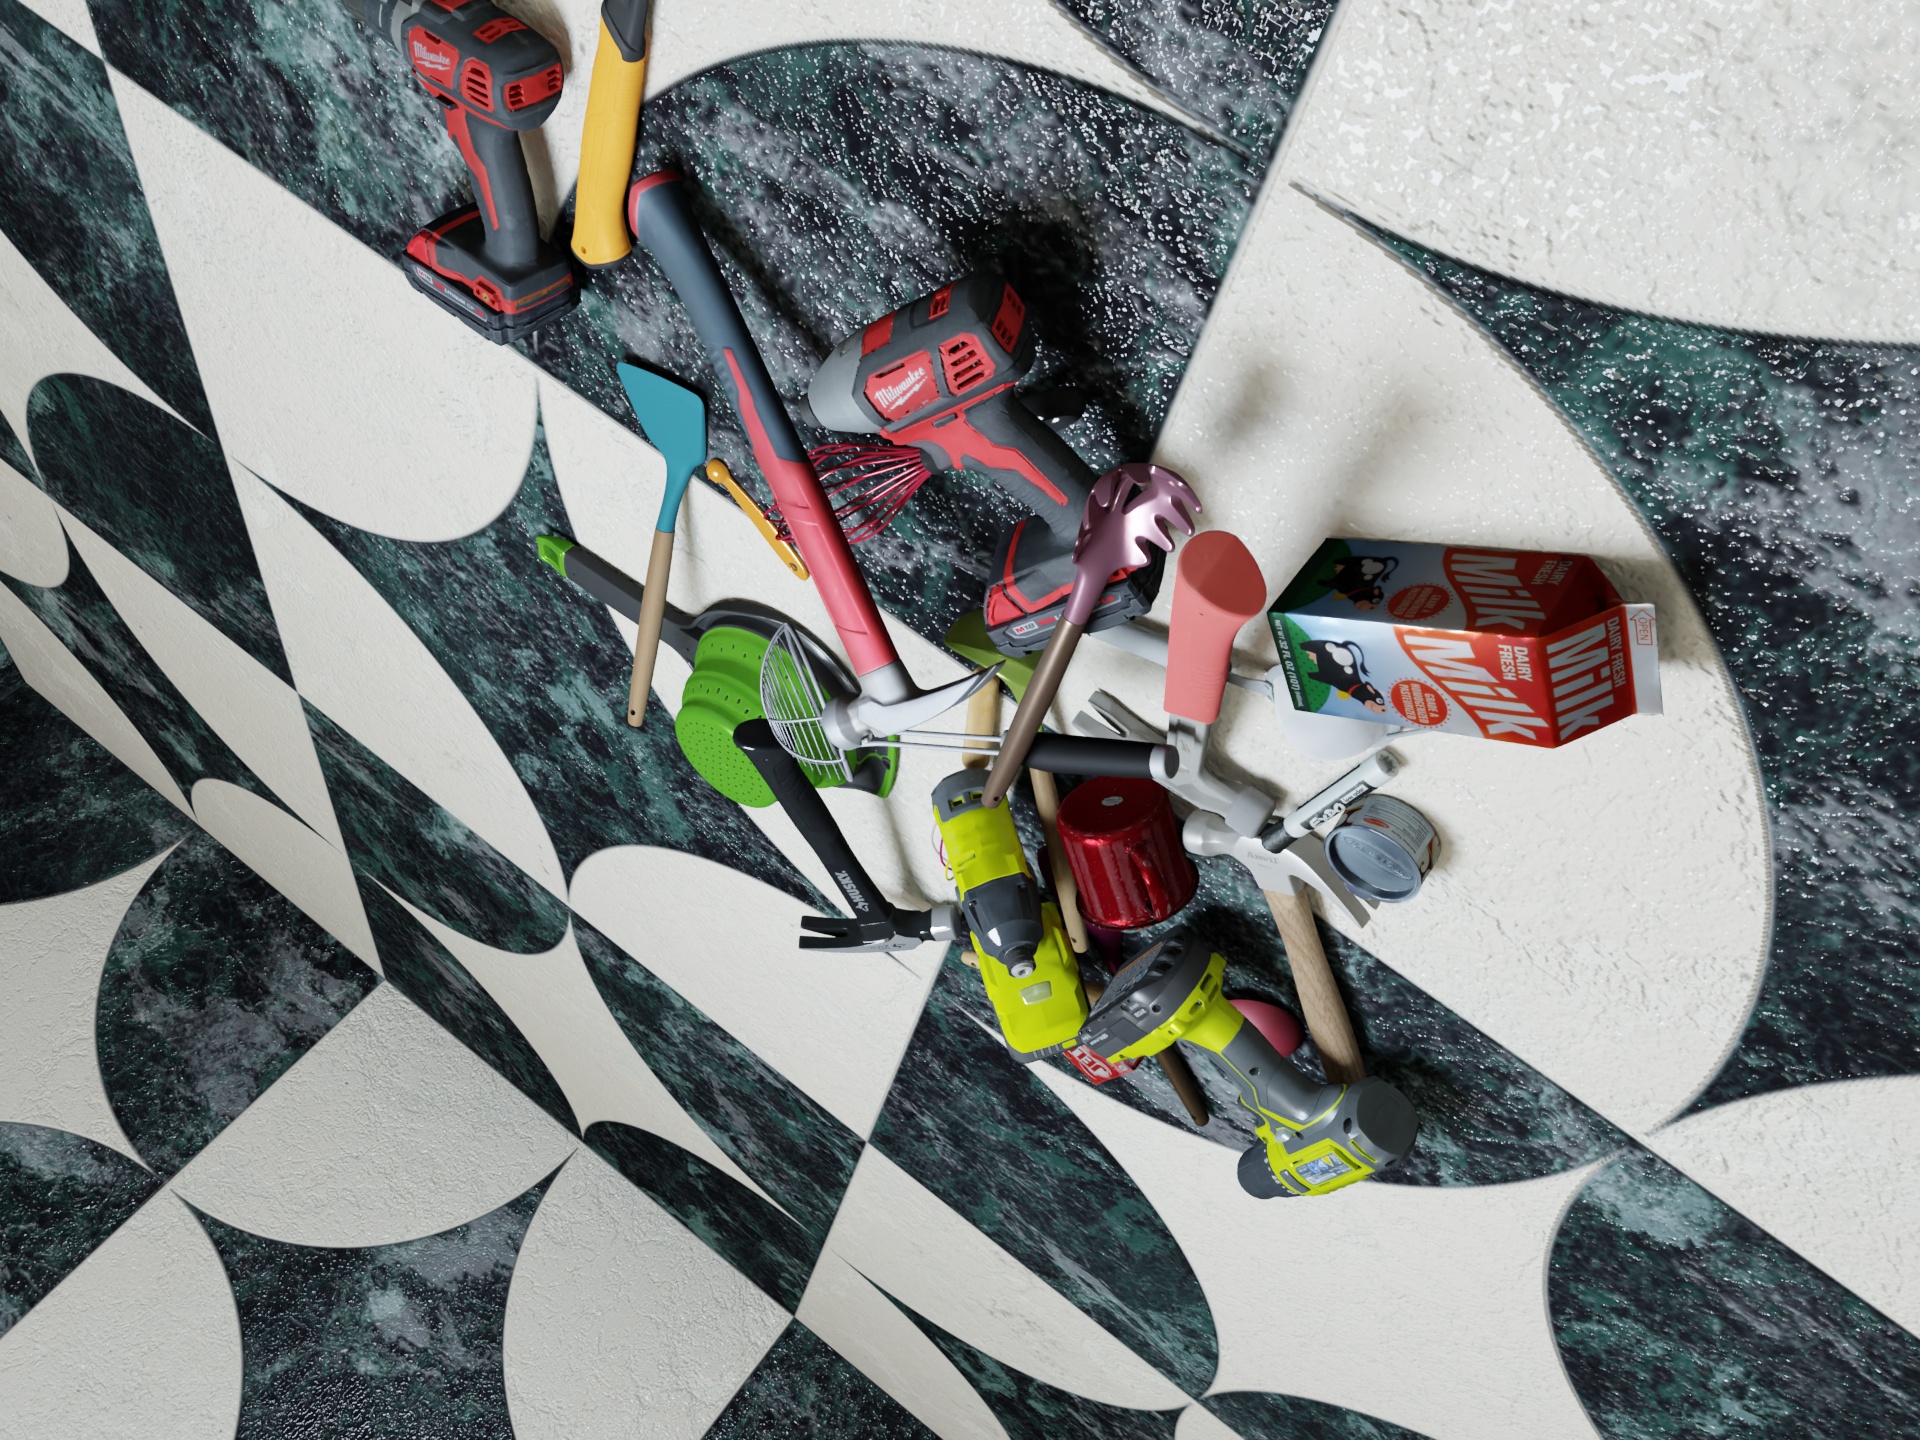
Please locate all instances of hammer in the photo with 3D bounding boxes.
[{"bbox_3d":[-0.212,-0.403,0.960,0.127,0.034,0.336,39,148,5],"label":"hammer"},{"bbox_3d":[0.264,0.200,1.161,0.130,0.031,0.331,10,136,41],"label":"hammer"},{"bbox_3d":[-0.104,-0.174,1.017,0.143,0.038,0.386,-21,96,41],"label":"hammer"},{"bbox_3d":[0.128,-0.024,0.928,0.149,0.037,0.358,34,168,15],"label":"hammer"},{"bbox_3d":[-0.115,0.105,1.339,0.146,0.035,0.334,-9,142,14],"label":"hammer"}]

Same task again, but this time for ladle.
[{"bbox_3d":[0.131,0.229,1.315,0.315,0.031,0.069,10,133,35],"label":"ladle"},{"bbox_3d":[0.054,0.055,1.162,0.078,0.062,0.319,19,135,41],"label":"ladle"}]

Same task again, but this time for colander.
[{"bbox_3d":[-0.239,-0.036,1.369,0.397,0.094,0.204,32,147,16],"label":"colander"}]

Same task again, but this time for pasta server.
[{"bbox_3d":[0.060,-0.037,0.925,0.060,0.040,0.316,2,142,-17],"label":"pasta server"}]

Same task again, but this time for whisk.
[{"bbox_3d":[0.009,0.049,1.245,0.051,0.047,0.244,50,151,32],"label":"whisk"},{"bbox_3d":[-0.030,-0.165,1.025,0.296,0.073,0.073,-12,119,47],"label":"whisk"}]

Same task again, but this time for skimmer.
[{"bbox_3d":[-0.002,-0.004,1.099,0.363,0.090,0.127,5,126,36],"label":"skimmer"}]

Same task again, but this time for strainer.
[{"bbox_3d":[0.167,-0.025,0.994,0.259,0.050,0.086,25,159,32],"label":"strainer"}]

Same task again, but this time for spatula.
[{"bbox_3d":[-0.246,-0.127,1.261,0.082,0.044,0.317,26,122,19],"label":"spatula"}]

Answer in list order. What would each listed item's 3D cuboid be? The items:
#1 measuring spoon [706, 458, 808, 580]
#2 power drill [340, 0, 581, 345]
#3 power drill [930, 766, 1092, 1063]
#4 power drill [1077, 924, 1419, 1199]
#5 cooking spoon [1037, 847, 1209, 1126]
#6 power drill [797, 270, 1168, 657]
[{"bbox_3d":[-0.156,-0.151,1.220,0.117,0.011,0.021,51,147,-14],"label":"measuring spoon"},{"bbox_3d":[-0.343,-0.392,1.080,0.188,0.080,0.226,35,144,20],"label":"power drill"},{"bbox_3d":[0.041,0.165,1.229,0.223,0.080,0.171,70,-178,-50],"label":"power drill"},{"bbox_3d":[0.207,0.274,1.206,0.228,0.080,0.190,40,144,1],"label":"power drill"},{"bbox_3d":[0.144,0.229,1.339,0.069,0.017,0.318,0,128,48],"label":"cooking spoon"},{"bbox_3d":[0.014,-0.143,0.912,0.143,0.079,0.219,-17,130,32],"label":"power drill"}]
